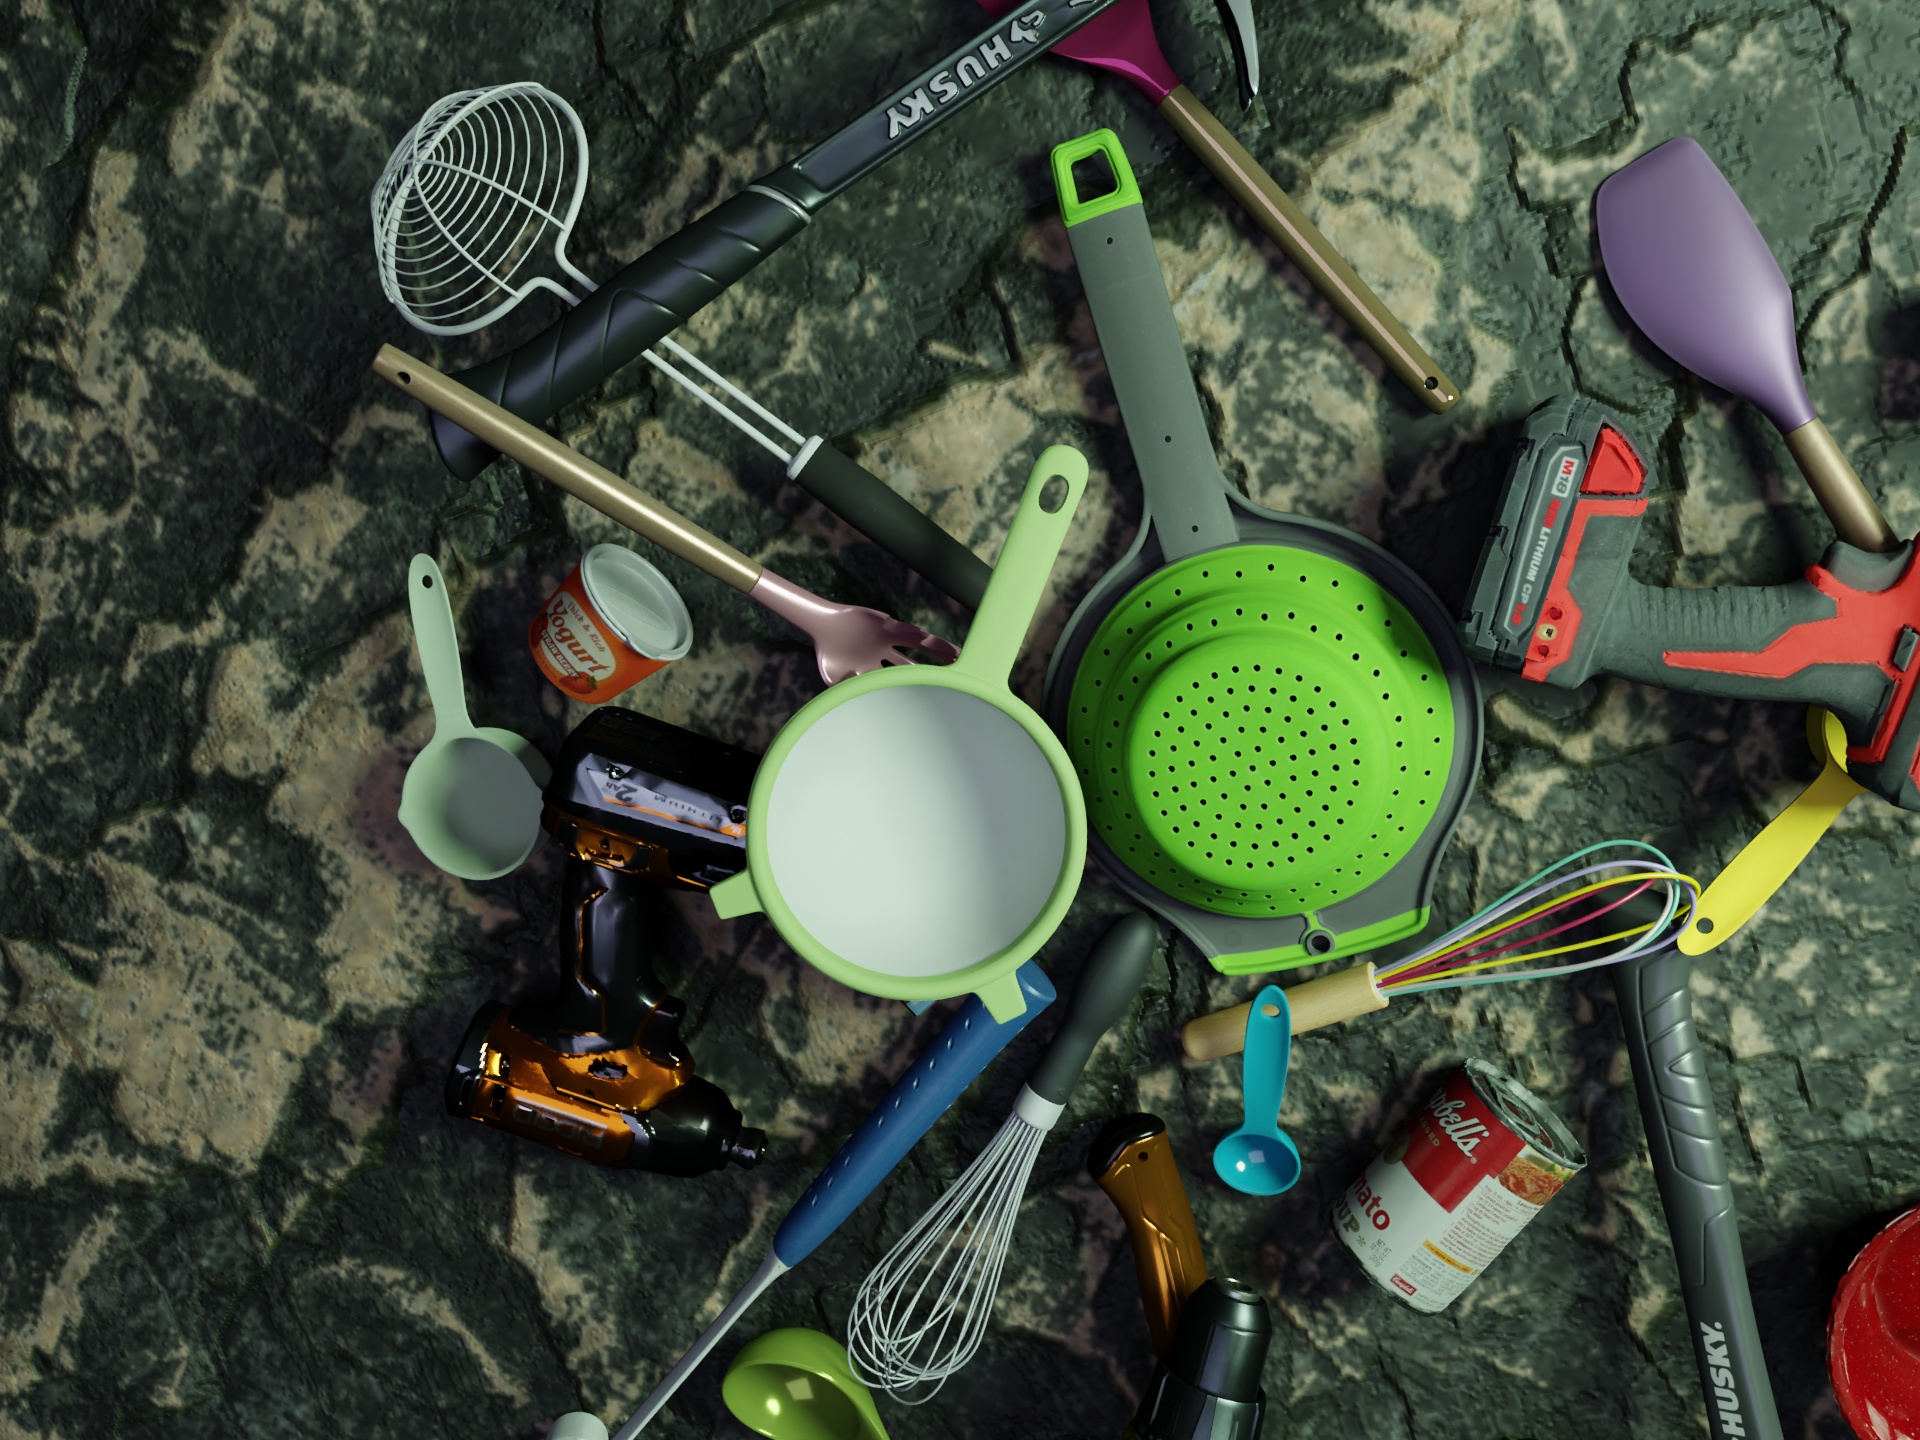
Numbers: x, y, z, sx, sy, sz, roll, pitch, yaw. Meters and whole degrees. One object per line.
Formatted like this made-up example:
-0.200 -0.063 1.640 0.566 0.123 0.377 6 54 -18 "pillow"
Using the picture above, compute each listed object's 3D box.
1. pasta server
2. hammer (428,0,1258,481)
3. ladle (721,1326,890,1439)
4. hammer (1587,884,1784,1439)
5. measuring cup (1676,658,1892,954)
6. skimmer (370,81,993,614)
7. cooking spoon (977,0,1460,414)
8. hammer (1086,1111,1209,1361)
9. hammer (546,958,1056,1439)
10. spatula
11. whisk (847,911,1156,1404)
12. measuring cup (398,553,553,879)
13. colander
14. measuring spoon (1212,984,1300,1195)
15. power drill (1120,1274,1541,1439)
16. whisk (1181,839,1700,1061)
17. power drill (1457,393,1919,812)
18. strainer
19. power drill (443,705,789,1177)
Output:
-0.115 -0.073 0.712 0.316 0.040 0.060 31 110 -24 "pasta server"
-0.059 -0.229 0.686 0.409 0.036 0.149 -34 95 6 "hammer"
-0.004 0.419 0.764 0.320 0.062 0.078 40 136 33 "ladle"
0.332 0.239 0.718 0.146 0.035 0.335 -13 89 51 "hammer"
0.362 0.039 0.689 0.062 0.029 0.156 40 97 4 "measuring cup"
-0.122 -0.164 0.762 0.363 0.090 0.127 36 97 -7 "skimmer"
0.109 -0.256 0.703 0.069 0.017 0.319 -42 90 8 "cooking spoon"
0.133 0.357 0.792 0.127 0.034 0.337 -15 92 -8 "hammer"
-0.094 0.277 0.799 0.035 0.144 0.405 38 99 -10 "hammer"
0.362 -0.100 0.665 0.060 0.018 0.316 -31 85 16 "spatula"
0.025 0.218 0.792 0.070 0.070 0.284 29 100 5 "whisk"
-0.252 -0.003 0.815 0.083 0.038 0.167 -8 96 13 "measuring cup"
0.106 -0.066 0.698 0.204 0.094 0.397 -16 97 14 "colander"
0.145 0.172 0.757 0.042 0.021 0.128 6 120 13 "measuring spoon"
0.180 0.376 0.743 0.228 0.080 0.190 16 89 -4 "power drill"
0.208 0.110 0.720 0.245 0.047 0.051 -24 77 27 "whisk"
0.327 -0.056 0.640 0.220 0.078 0.143 19 107 19 "power drill"
-0.001 -0.002 0.722 0.151 0.069 0.256 21 95 -5 "strainer"
-0.151 0.124 0.794 0.164 0.084 0.226 20 108 -2 "power drill"
